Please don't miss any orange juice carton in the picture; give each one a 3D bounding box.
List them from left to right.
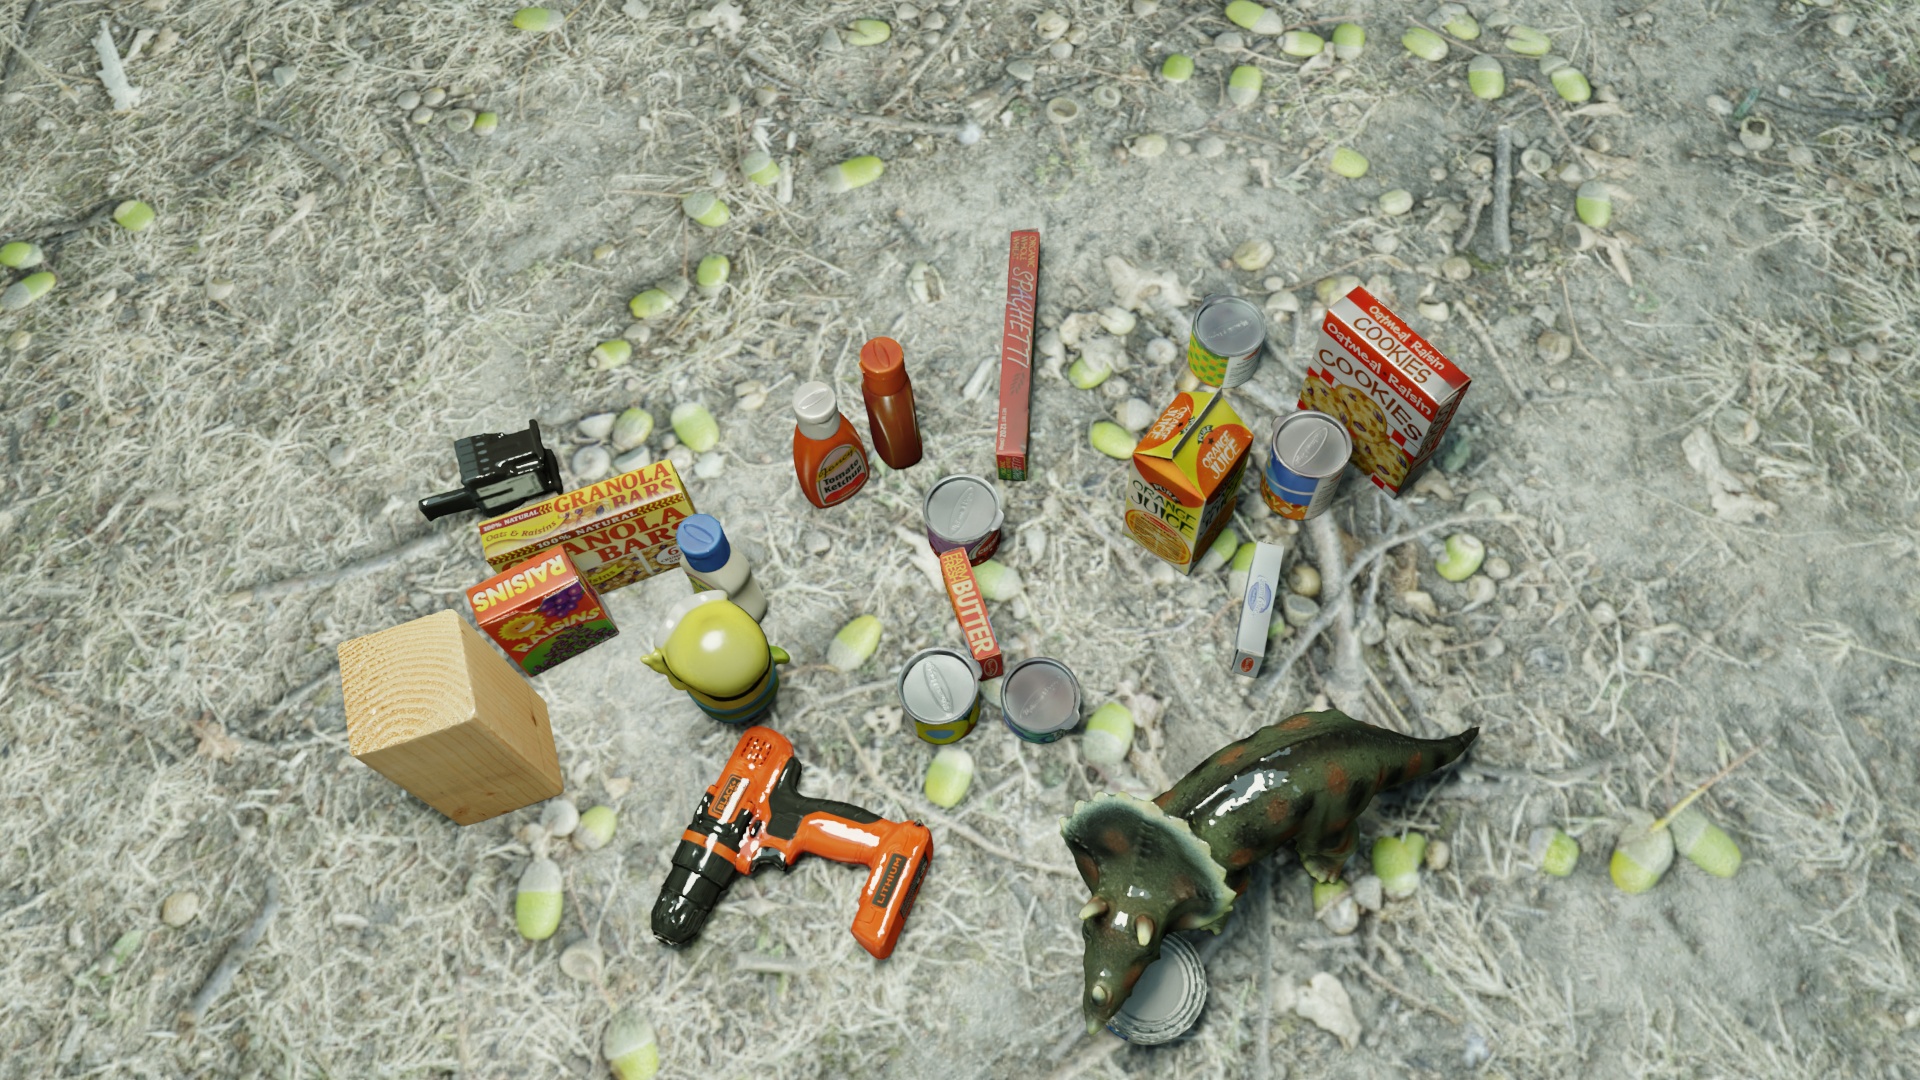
[{"bbox_3d":[0.186,-0.053,1.143,0.073,0.192,0.072,34,71,18],"label":"orange juice carton"}]

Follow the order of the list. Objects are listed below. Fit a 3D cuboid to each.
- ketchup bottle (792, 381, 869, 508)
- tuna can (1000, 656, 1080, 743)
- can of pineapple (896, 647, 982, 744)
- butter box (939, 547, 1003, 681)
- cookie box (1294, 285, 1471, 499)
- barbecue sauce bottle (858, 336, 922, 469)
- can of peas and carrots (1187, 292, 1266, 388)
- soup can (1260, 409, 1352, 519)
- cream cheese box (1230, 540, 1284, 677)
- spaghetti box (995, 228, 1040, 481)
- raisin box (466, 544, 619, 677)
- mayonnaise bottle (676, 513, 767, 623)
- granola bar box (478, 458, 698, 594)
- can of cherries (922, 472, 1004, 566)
[{"bbox_3d":[-0.117,-0.084,1.199,0.065,0.148,0.043,-35,68,-13],"label":"ketchup bottle"},{"bbox_3d":[0.068,0.134,1.147,0.071,0.032,0.071,-1,64,3],"label":"tuna can"},{"bbox_3d":[-0.015,0.128,1.141,0.071,0.057,0.071,-1,64,3],"label":"can of pineapple"},{"bbox_3d":[0.009,0.062,1.174,0.024,0.053,0.104,-17,65,-5],"label":"butter box"},{"bbox_3d":[0.355,-0.123,1.182,0.040,0.166,0.123,-38,68,-14],"label":"cookie box"},{"bbox_3d":[-0.062,-0.122,1.214,0.044,0.148,0.065,-21,65,-6],"label":"barbecue sauce bottle"},{"bbox_3d":[0.243,-0.184,1.277,0.071,0.058,0.071,-1,64,3],"label":"can of peas and carrots"},{"bbox_3d":[0.296,-0.066,1.203,0.071,0.083,0.071,-1,64,3],"label":"soup can"},{"bbox_3d":[0.248,0.057,1.163,0.024,0.053,0.104,12,66,9],"label":"cream cheese box"},{"bbox_3d":[0.054,-0.176,1.288,0.029,0.050,0.251,2,64,4],"label":"spaghetti box"},{"bbox_3d":[-0.345,0.061,1.155,0.086,0.123,0.040,-26,66,-9],"label":"raisin box"},{"bbox_3d":[-0.201,0.026,1.150,0.065,0.147,0.041,28,69,15],"label":"mayonnaise bottle"},{"bbox_3d":[-0.306,-0.001,1.182,0.166,0.123,0.039,-20,65,-6],"label":"granola bar box"},{"bbox_3d":[0.004,-0.015,1.209,0.071,0.058,0.072,-1,64,3],"label":"can of cherries"}]
